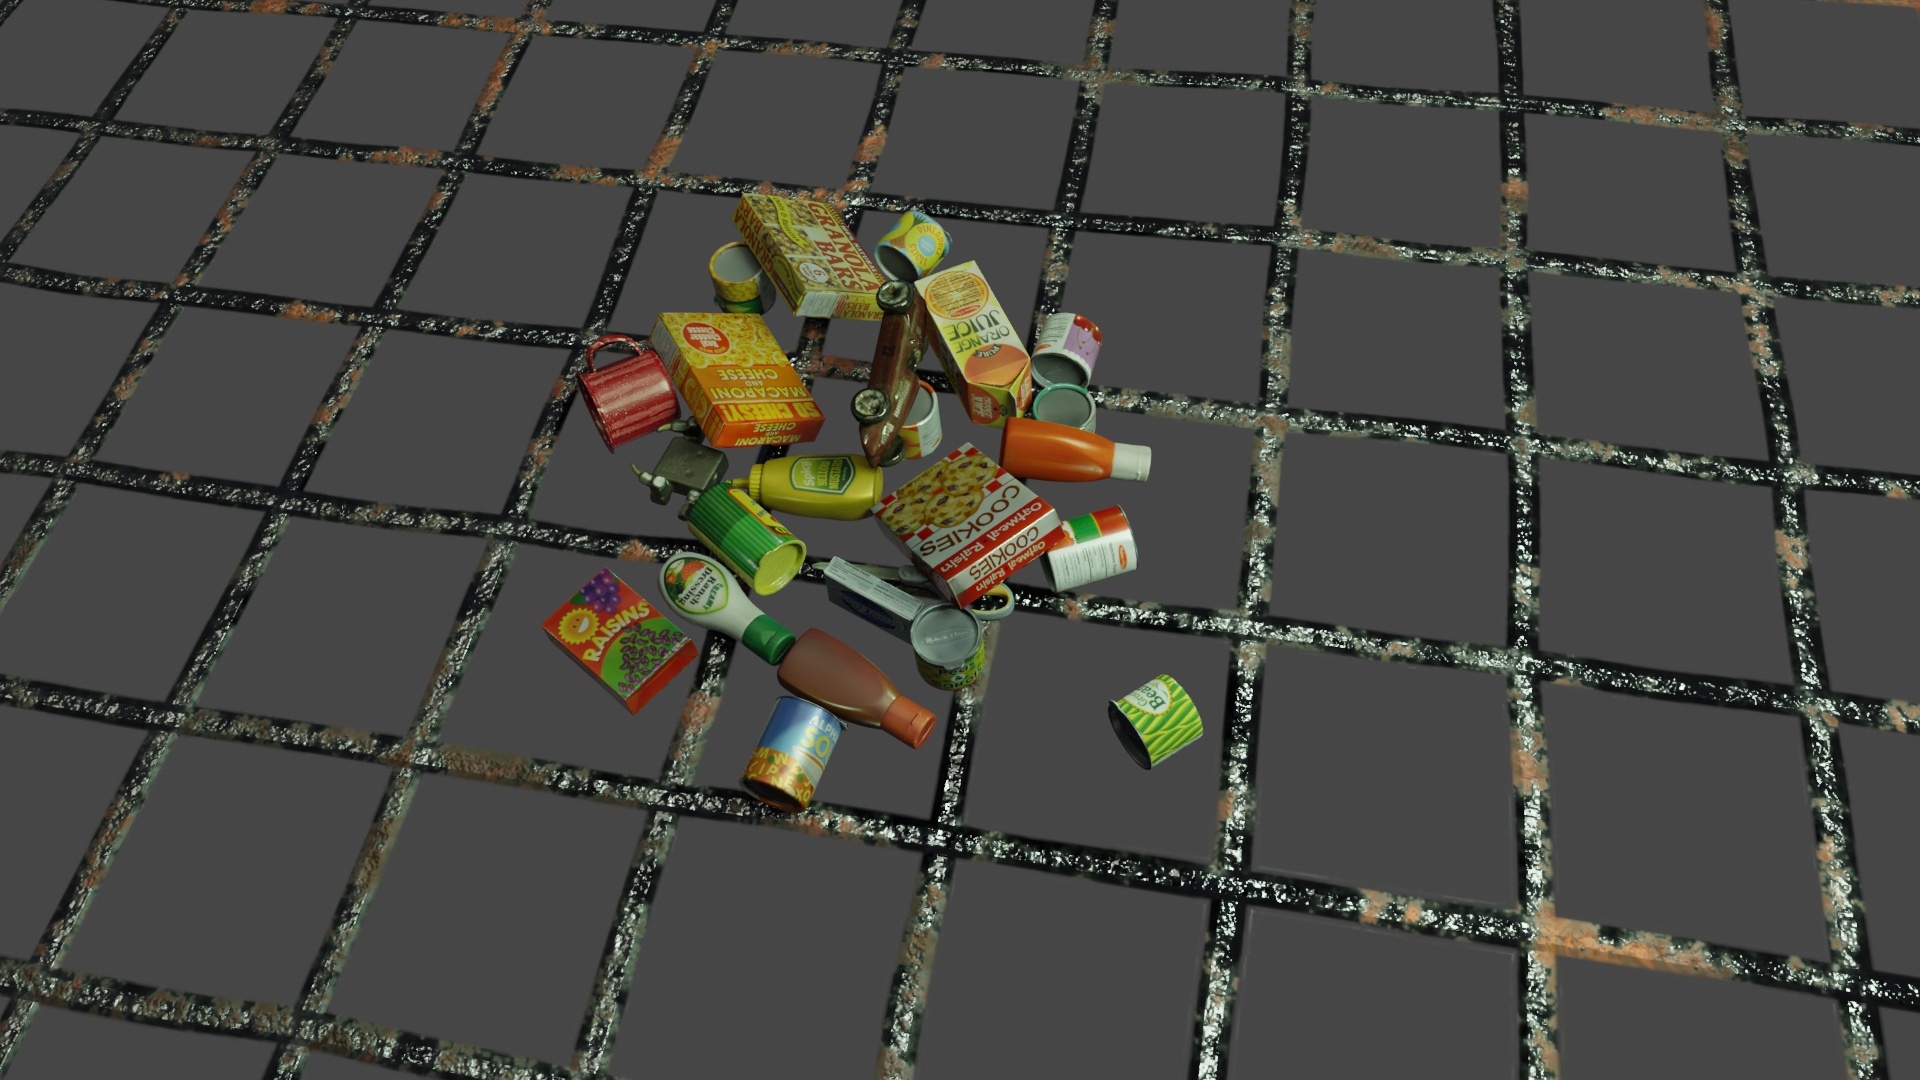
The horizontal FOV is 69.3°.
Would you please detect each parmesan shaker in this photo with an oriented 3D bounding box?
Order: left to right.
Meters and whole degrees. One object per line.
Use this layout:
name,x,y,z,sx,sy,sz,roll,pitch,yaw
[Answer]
parmesan shaker,-0.210,-0.004,1.356,0.103,0.071,0.071,39,69,24

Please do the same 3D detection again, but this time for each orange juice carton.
orange juice carton,0.021,-0.196,1.459,0.073,0.071,0.193,-21,59,-9

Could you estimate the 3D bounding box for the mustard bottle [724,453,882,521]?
mustard bottle,-0.161,-0.055,1.397,0.160,0.048,0.065,1,57,4

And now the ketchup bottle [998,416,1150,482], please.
ketchup bottle,0.115,-0.085,1.393,0.149,0.064,0.044,8,47,-2

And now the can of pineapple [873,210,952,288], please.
can of pineapple,-0.054,-0.324,1.544,0.071,0.070,0.058,29,66,19

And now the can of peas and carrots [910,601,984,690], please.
can of peas and carrots,-0.010,0.101,1.287,0.071,0.058,0.071,-2,59,3

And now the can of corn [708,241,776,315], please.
can of corn,-0.244,-0.289,1.541,0.071,0.058,0.071,-2,58,3

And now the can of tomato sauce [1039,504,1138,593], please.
can of tomato sauce,0.120,0.008,1.332,0.083,0.071,0.071,-16,59,-6

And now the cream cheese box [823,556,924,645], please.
cream cheese box,-0.081,0.058,1.320,0.104,0.053,0.024,27,62,18

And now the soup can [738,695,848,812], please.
soup can,-0.148,0.191,1.235,0.071,0.071,0.084,16,62,13

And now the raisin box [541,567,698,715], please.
raisin box,-0.324,0.094,1.322,0.123,0.040,0.086,36,68,21

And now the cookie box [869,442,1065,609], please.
cookie box,0.005,-0.017,1.327,0.123,0.040,0.168,-34,38,-11

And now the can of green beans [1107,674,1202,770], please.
can of green beans,0.173,0.161,1.233,0.058,0.071,0.071,-29,61,-14

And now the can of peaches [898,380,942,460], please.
can of peaches,-0.056,-0.126,1.429,0.071,0.057,0.071,-1,59,3

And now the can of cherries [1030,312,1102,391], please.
can of cherries,0.112,-0.195,1.459,0.071,0.071,0.059,13,60,11

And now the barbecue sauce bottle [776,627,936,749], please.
barbecue sauce bottle,-0.093,0.140,1.277,0.149,0.043,0.065,28,65,18

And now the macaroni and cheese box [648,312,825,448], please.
macaroni and cheese box,-0.232,-0.168,1.445,0.124,0.040,0.167,-7,52,-40

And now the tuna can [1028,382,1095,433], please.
tuna can,0.104,-0.128,1.435,0.071,0.032,0.071,-1,58,2

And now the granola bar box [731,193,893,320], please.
granola bar box,-0.161,-0.311,1.524,0.124,0.039,0.166,-4,50,-42

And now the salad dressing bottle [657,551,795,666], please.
salad dressing bottle,-0.223,0.066,1.329,0.148,0.044,0.064,32,76,21
